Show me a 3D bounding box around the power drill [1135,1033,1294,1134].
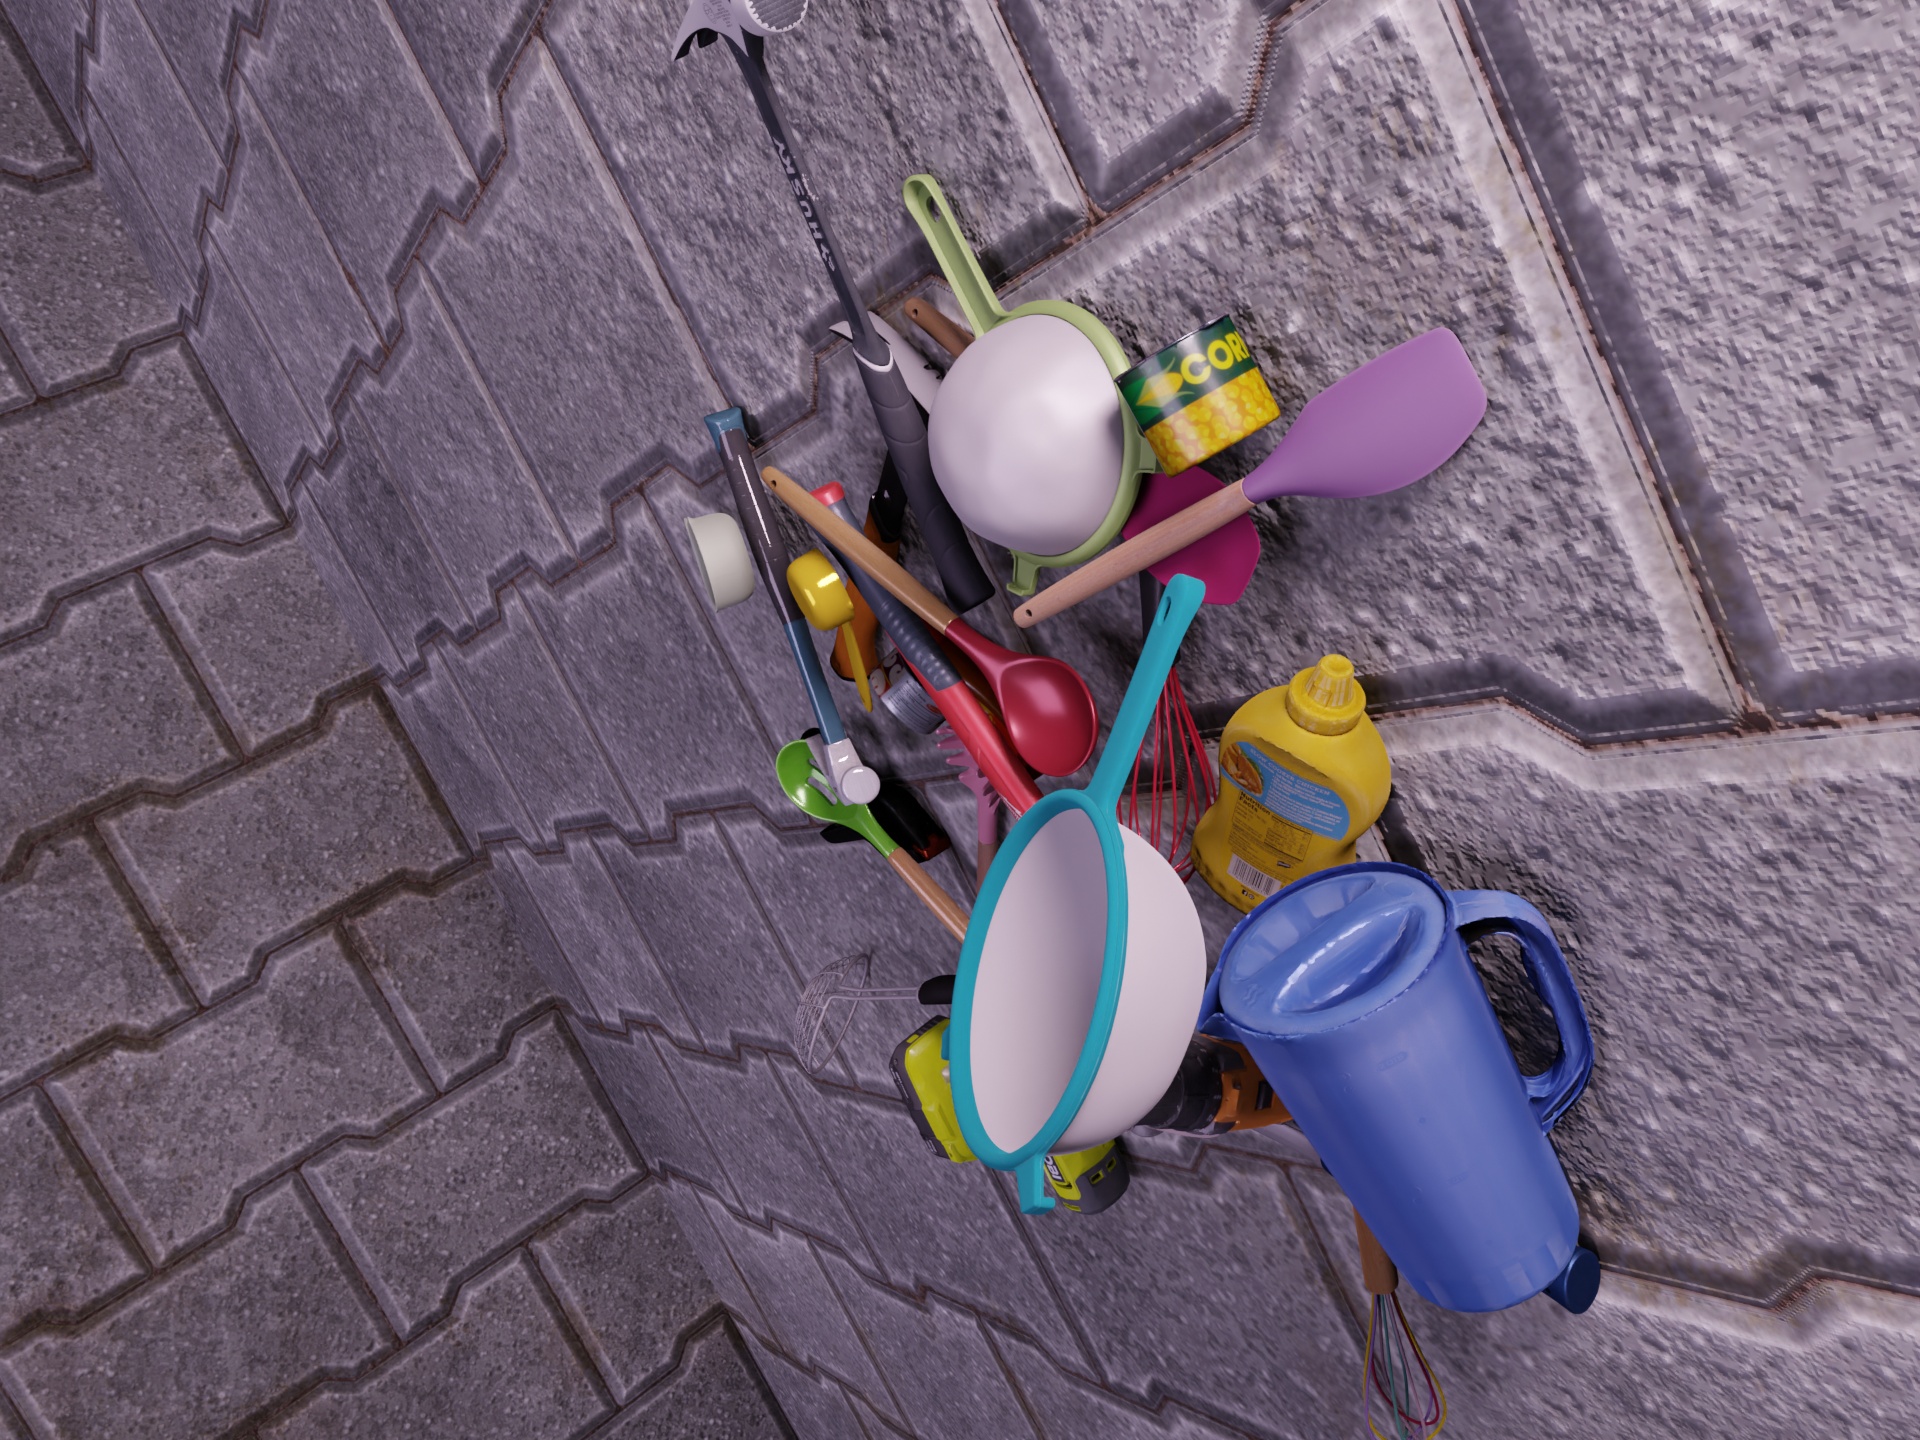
[{"bbox_3d":[0.099,0.218,1.054,0.226,0.185,0.084,11,94,49],"label":"power drill"}]

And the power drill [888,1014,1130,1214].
[{"bbox_3d":[0.035,0.327,1.406,0.228,0.080,0.190,-6,113,56],"label":"power drill"}]

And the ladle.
[{"bbox_3d":[-0.025,-0.075,1.031,0.316,0.031,0.069,41,118,23],"label":"ladle"}]

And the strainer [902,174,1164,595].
[{"bbox_3d":[0.007,-0.204,0.902,0.151,0.069,0.256,-41,70,49],"label":"strainer"}]

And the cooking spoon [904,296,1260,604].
[{"bbox_3d":[0.060,-0.169,0.917,0.319,0.017,0.068,46,130,34],"label":"cooking spoon"}]

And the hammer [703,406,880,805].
[{"bbox_3d":[-0.137,-0.092,1.267,0.128,0.033,0.331,174,77,-79],"label":"hammer"}]

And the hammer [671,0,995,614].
[{"bbox_3d":[-0.064,-0.240,0.963,0.149,0.036,0.408,29,147,56],"label":"hammer"}]

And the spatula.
[{"bbox_3d":[0.133,-0.106,0.822,0.316,0.018,0.060,-26,91,47],"label":"spatula"}]

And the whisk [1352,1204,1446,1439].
[{"bbox_3d":[0.281,0.381,1.035,0.047,0.051,0.244,2,117,33],"label":"whisk"}]

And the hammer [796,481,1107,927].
[{"bbox_3d":[-0.002,-0.003,1.082,0.387,0.038,0.143,55,164,18],"label":"hammer"}]

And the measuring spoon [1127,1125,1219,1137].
[{"bbox_3d":[0.151,0.292,1.179,0.124,0.018,0.034,-7,112,52],"label":"measuring spoon"}]

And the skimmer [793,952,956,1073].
[{"bbox_3d":[-0.046,0.267,1.466,0.090,0.127,0.363,41,150,-23],"label":"skimmer"}]

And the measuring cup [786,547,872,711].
[{"bbox_3d":[-0.092,-0.056,1.150,0.062,0.029,0.156,49,161,42],"label":"measuring cup"}]

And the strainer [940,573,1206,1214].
[{"bbox_3d":[0.097,0.091,0.880,0.211,0.095,0.340,-134,63,-69],"label":"strainer"}]

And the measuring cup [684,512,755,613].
[{"bbox_3d":[-0.202,-0.145,1.309,0.168,0.038,0.083,-126,21,-63],"label":"measuring cup"}]

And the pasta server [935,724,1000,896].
[{"bbox_3d":[0.015,0.114,1.269,0.060,0.040,0.316,46,151,35],"label":"pasta server"}]

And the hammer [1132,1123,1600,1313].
[{"bbox_3d":[0.240,0.288,1.080,0.406,0.035,0.144,15,130,52],"label":"hammer"}]

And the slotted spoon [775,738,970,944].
[{"bbox_3d":[-0.039,0.130,1.319,0.314,0.031,0.070,45,121,16],"label":"slotted spoon"}]

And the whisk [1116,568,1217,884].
[{"bbox_3d":[0.121,-0.021,0.958,0.073,0.073,0.295,29,133,43],"label":"whisk"}]

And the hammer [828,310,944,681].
[{"bbox_3d":[-0.063,-0.139,1.158,0.127,0.034,0.336,48,150,18],"label":"hammer"}]
